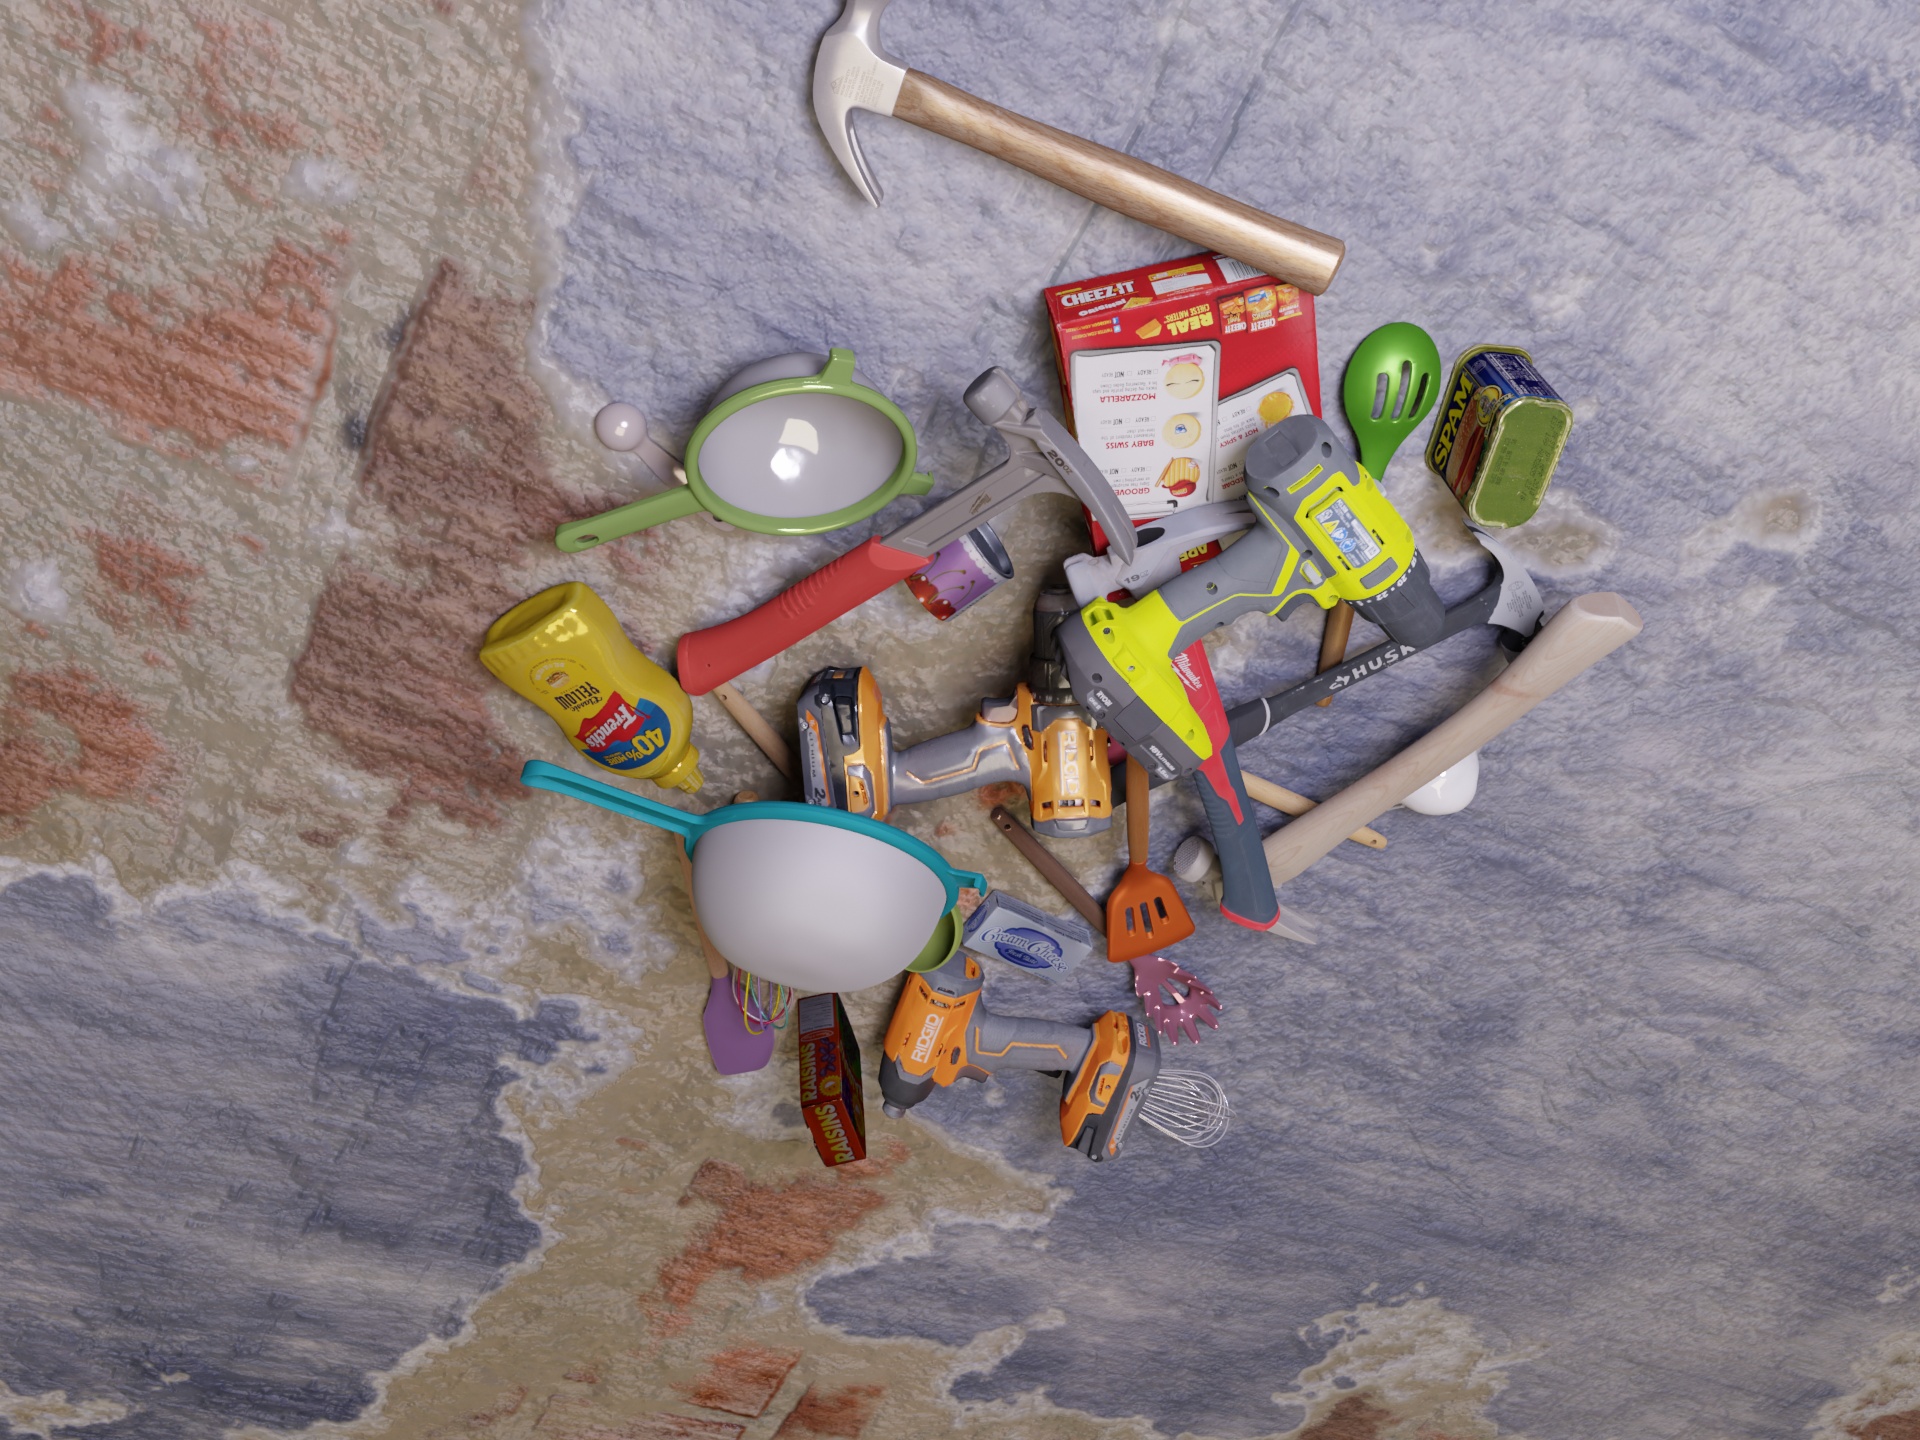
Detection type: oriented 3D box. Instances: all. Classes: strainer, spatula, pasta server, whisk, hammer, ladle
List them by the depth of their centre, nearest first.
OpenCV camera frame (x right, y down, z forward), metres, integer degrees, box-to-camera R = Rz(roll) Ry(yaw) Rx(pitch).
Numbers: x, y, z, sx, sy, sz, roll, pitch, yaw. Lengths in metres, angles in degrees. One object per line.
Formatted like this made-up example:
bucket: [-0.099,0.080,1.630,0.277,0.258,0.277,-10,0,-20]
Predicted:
hammer: [0.070,-0.327,0.945,0.331,0.031,0.130,21,125,-5]
strainer: [-0.155,-0.176,1.050,0.256,0.069,0.151,-17,150,14]
hammer: [-0.059,-0.093,1.072,0.359,0.037,0.149,-27,116,35]
strainer: [-0.165,0.125,1.156,0.340,0.095,0.211,23,149,-23]
hammer: [0.197,0.013,1.169,0.143,0.038,0.385,-19,128,6]
hammer: [0.245,-0.014,1.208,0.409,0.036,0.149,-27,130,7]
hammer: [0.350,0.043,1.220,0.146,0.038,0.410,30,131,-19]
strainer: [0.409,0.007,1.234,0.087,0.050,0.258,-16,147,-33]
spatula: [0.143,0.103,1.243,0.081,0.041,0.322,-19,149,-4]
ladle: [-0.100,0.085,1.258,0.078,0.062,0.319,-21,125,27]
ladle: [0.227,0.048,1.288,0.315,0.031,0.069,23,119,-24]
whisk: [-0.168,0.165,1.311,0.047,0.051,0.244,-19,126,-28]
spatula: [-0.206,0.196,1.350,0.060,0.018,0.315,-10,128,-4]
pasta server: [0.124,0.176,1.364,0.060,0.040,0.316,-40,121,7]
whisk: [0.128,0.330,1.469,0.284,0.070,0.070,20,122,-15]

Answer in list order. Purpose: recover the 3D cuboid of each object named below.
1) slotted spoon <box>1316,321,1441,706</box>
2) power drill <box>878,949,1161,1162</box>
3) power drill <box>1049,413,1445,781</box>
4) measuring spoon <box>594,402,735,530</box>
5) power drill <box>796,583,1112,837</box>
slotted spoon: [0.292,-0.137,1.159,0.070,0.031,0.313,-4,128,-8]
power drill: [0.043,0.304,1.390,0.226,0.084,0.164,20,109,-6]
power drill: [0.192,-0.065,1.038,0.228,0.080,0.190,-38,124,15]
measuring spoon: [-0.198,-0.167,1.081,0.034,0.018,0.124,-36,123,19]
power drill: [-0.002,-0.004,1.166,0.226,0.084,0.185,-2,106,3]
